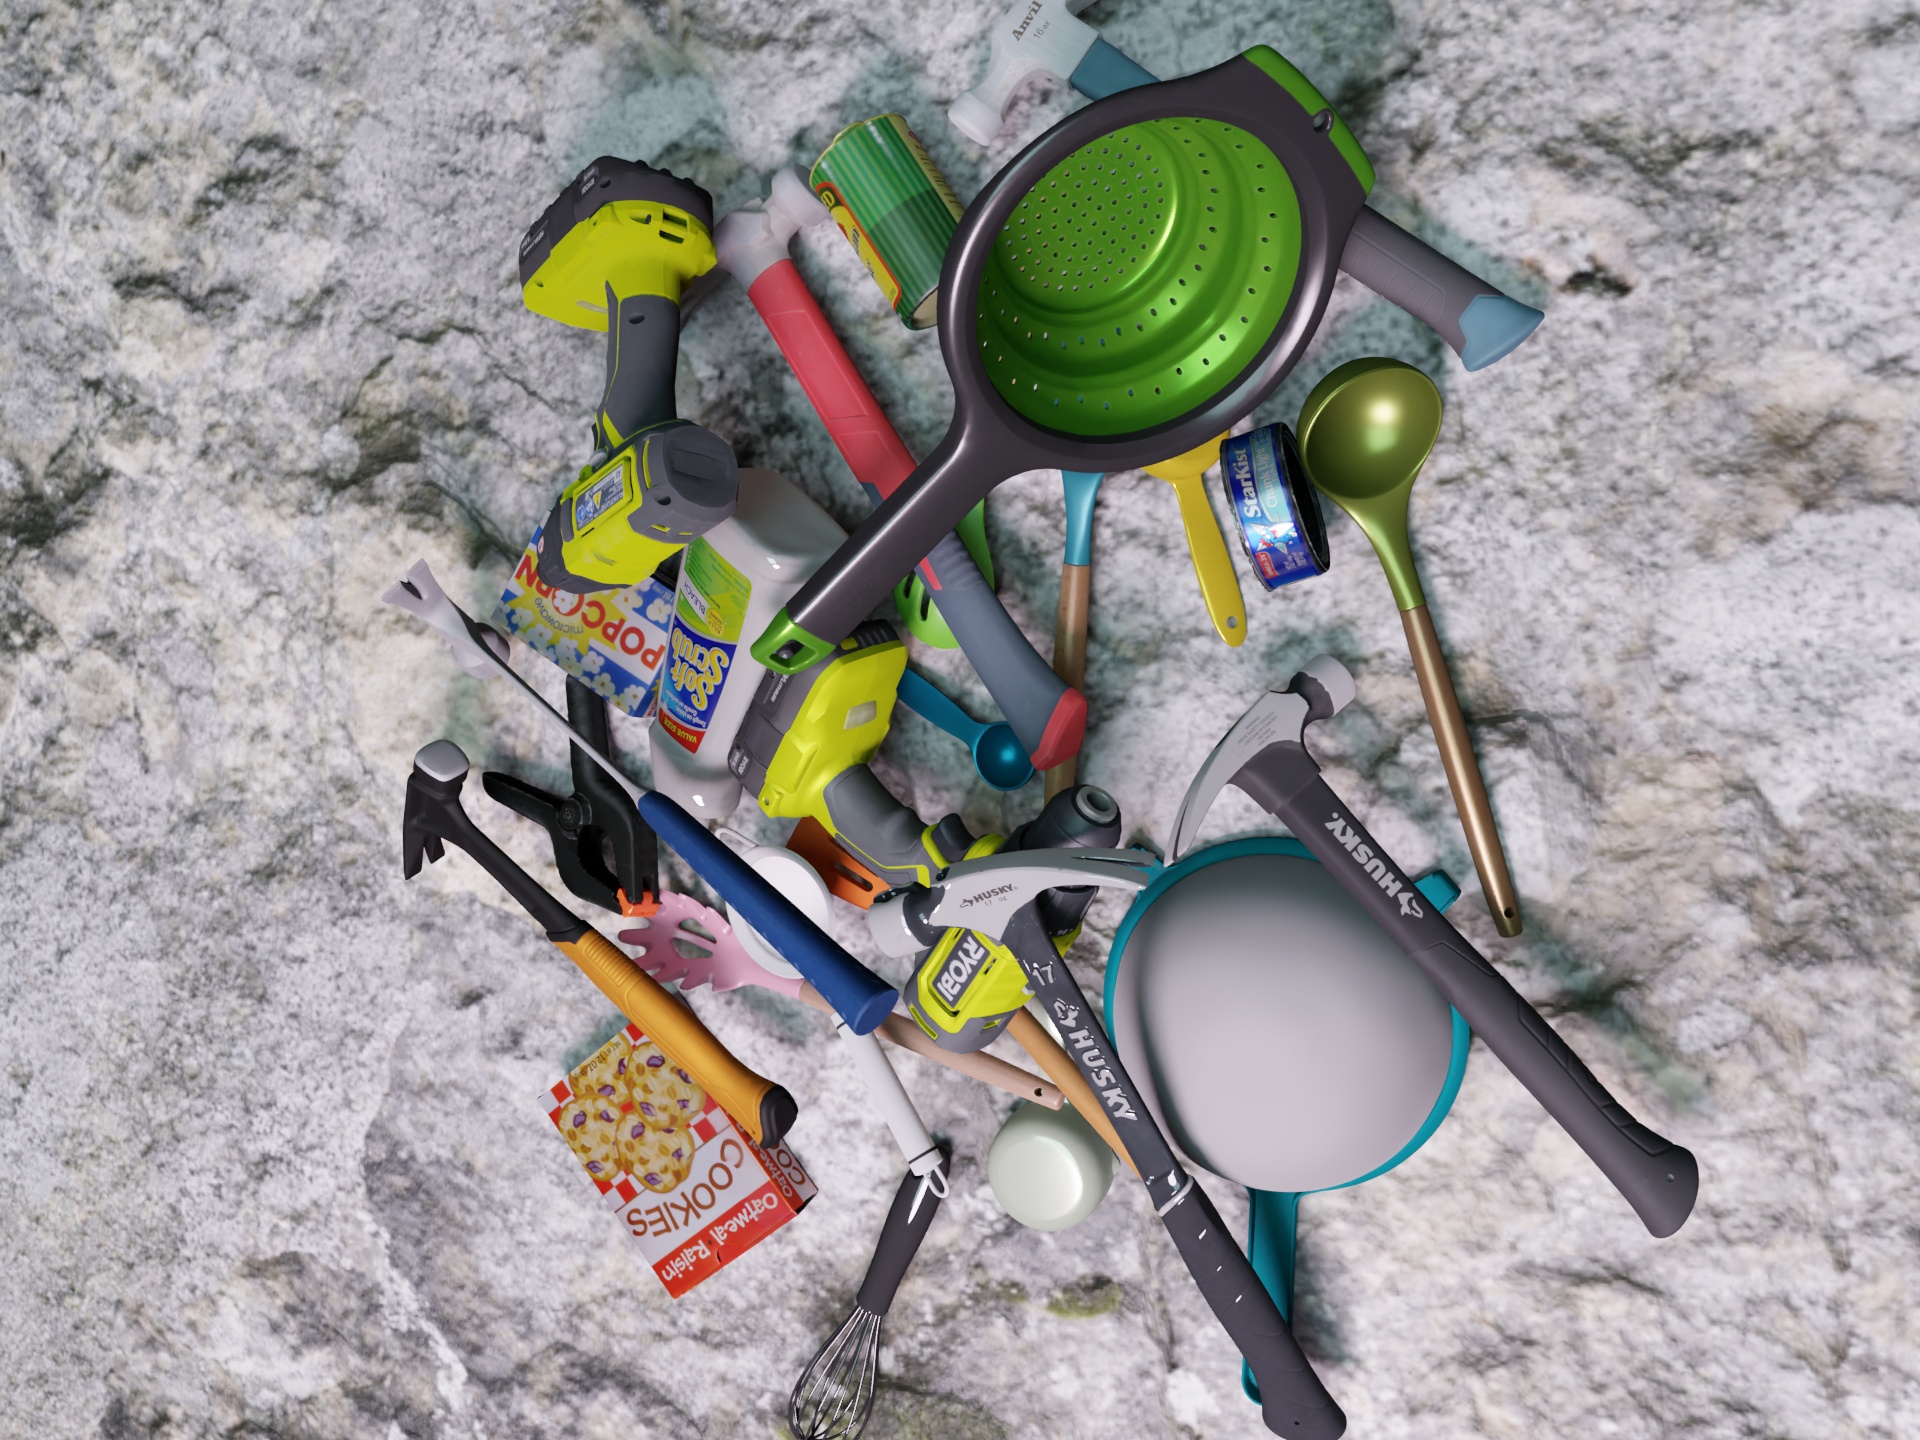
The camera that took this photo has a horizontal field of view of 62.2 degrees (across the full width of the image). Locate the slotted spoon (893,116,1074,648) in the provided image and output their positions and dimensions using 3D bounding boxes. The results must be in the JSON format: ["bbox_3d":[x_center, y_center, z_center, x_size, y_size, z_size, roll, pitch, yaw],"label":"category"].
[{"bbox_3d":[0.020,-0.191,0.927,0.070,0.031,0.313,22,104,24],"label":"slotted spoon"}]

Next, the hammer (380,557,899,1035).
[{"bbox_3d":[-0.195,0.041,0.948,0.406,0.144,0.035,39,80,21],"label":"hammer"}]

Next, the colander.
[{"bbox_3d":[0.021,-0.180,0.821,0.397,0.204,0.095,-43,43,19],"label":"colander"}]

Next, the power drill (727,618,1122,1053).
[{"bbox_3d":[-0.019,0.051,0.893,0.229,0.080,0.190,47,131,21],"label":"power drill"}]

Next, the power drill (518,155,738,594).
[{"bbox_3d":[-0.200,-0.191,0.920,0.171,0.080,0.223,-22,67,45],"label":"power drill"}]

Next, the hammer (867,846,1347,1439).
[{"bbox_3d":[0.111,0.237,0.849,0.149,0.036,0.408,-21,109,26],"label":"hammer"}]

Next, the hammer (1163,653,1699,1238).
[{"bbox_3d":[0.251,0.129,0.824,0.146,0.035,0.335,-38,81,-22],"label":"hammer"}]

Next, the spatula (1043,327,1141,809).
[{"bbox_3d":[0.071,-0.067,0.927,0.082,0.044,0.317,10,106,19],"label":"spatula"}]

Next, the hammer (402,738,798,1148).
[{"bbox_3d":[-0.238,0.157,1.029,0.337,0.034,0.127,39,136,14],"label":"hammer"}]

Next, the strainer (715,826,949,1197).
[{"bbox_3d":[-0.072,0.172,0.967,0.087,0.050,0.258,-40,73,35],"label":"strainer"}]

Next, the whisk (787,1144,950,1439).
[{"bbox_3d":[-0.056,0.379,1.032,0.055,0.055,0.239,26,102,17],"label":"whisk"}]

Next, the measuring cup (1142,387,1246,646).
[{"bbox_3d":[0.136,-0.115,0.878,0.062,0.029,0.156,-20,98,-13],"label":"measuring cup"}]

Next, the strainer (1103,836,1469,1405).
[{"bbox_3d":[0.169,0.240,0.891,0.211,0.095,0.340,4,98,22],"label":"strainer"}]

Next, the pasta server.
[{"bbox_3d":[-0.079,0.179,1.001,0.316,0.040,0.060,18,89,25],"label":"pasta server"}]

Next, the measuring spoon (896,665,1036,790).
[{"bbox_3d":[-0.002,-0.003,0.972,0.129,0.021,0.042,36,112,23],"label":"measuring spoon"}]

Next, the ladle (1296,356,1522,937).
[{"bbox_3d":[0.251,-0.035,0.840,0.078,0.062,0.320,-18,94,-1],"label":"ladle"}]

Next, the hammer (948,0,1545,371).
[{"bbox_3d":[0.157,-0.288,0.845,0.331,0.033,0.128,37,100,11],"label":"hammer"}]

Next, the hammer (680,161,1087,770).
[{"bbox_3d":[-0.051,-0.132,0.931,0.143,0.038,0.386,-37,76,25],"label":"hammer"}]

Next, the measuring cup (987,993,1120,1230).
[{"bbox_3d":[0.051,0.231,0.968,0.083,0.038,0.167,1,100,22],"label":"measuring cup"}]

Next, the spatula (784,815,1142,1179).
[{"bbox_3d":[0.014,0.163,0.953,0.323,0.041,0.081,46,114,26],"label":"spatula"}]
